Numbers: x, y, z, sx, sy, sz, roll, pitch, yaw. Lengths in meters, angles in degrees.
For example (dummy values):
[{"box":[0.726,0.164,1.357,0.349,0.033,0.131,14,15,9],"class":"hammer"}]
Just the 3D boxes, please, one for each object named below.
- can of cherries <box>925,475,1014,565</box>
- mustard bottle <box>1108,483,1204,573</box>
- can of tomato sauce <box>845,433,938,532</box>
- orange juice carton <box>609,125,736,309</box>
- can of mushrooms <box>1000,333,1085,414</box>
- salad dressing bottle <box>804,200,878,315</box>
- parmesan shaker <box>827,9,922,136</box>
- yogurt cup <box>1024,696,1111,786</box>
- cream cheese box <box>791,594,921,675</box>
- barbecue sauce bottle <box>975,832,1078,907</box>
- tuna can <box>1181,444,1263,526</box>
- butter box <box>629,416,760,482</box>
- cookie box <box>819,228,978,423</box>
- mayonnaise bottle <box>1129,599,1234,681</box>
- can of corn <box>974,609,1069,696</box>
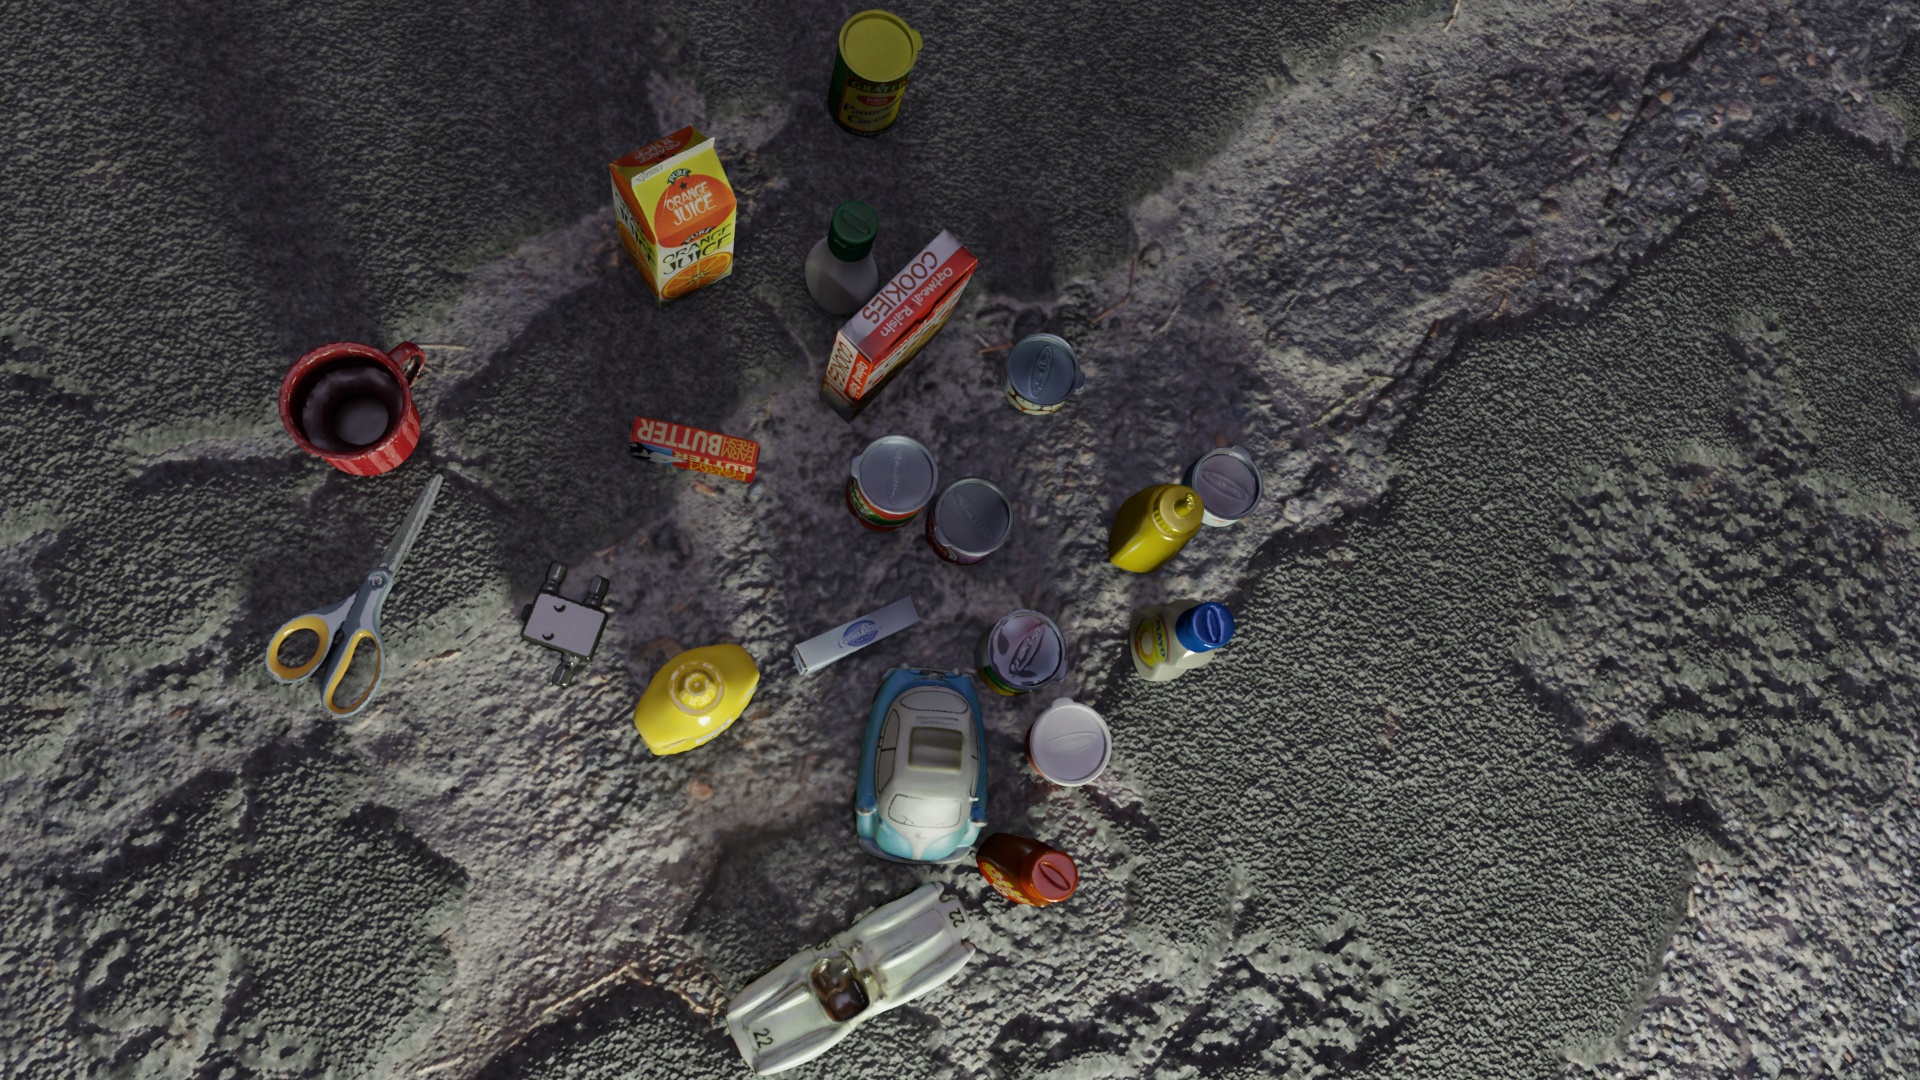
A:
[{"box":[0.004,-0.015,1.164,0.071,0.058,0.071,2,78,-11],"class":"can of cherries"},{"box":[0.165,-0.014,1.143,0.049,0.160,0.065,15,77,-8],"class":"mustard bottle"},{"box":[-0.060,-0.046,1.145,0.071,0.083,0.071,2,78,-11],"class":"can of tomato sauce"},{"box":[-0.226,-0.261,1.100,0.072,0.192,0.073,-31,86,-15],"class":"orange juice carton"},{"box":[0.072,-0.144,1.217,0.071,0.033,0.071,2,78,-11],"class":"can of mushrooms"},{"box":[-0.095,-0.232,1.144,0.064,0.147,0.044,38,75,-2],"class":"salad dressing bottle"},{"box":[-0.075,-0.403,1.206,0.071,0.103,0.071,2,78,-11],"class":"parmesan shaker"},{"box":[0.085,0.168,1.144,0.072,0.054,0.072,2,78,-11],"class":"yogurt cup"},{"box":[-0.085,0.078,1.130,0.104,0.053,0.024,-23,84,-15],"class":"cream cheese box"},{"box":[0.055,0.255,1.071,0.065,0.148,0.044,42,74,-1],"class":"barbecue sauce bottle"},{"box":[0.232,-0.049,1.229,0.071,0.032,0.071,2,78,-11],"class":"tuna can"},{"box":[-0.217,-0.074,1.136,0.103,0.053,0.024,12,77,-9],"class":"butter box"},{"box":[-0.053,-0.170,1.128,0.040,0.167,0.123,43,74,0],"class":"cookie box"},{"box":[0.179,0.078,1.133,0.041,0.147,0.065,-6,80,-12],"class":"mayonnaise bottle"},{"box":[0.051,0.095,1.150,0.071,0.058,0.071,2,78,-11],"class":"can of corn"}]
